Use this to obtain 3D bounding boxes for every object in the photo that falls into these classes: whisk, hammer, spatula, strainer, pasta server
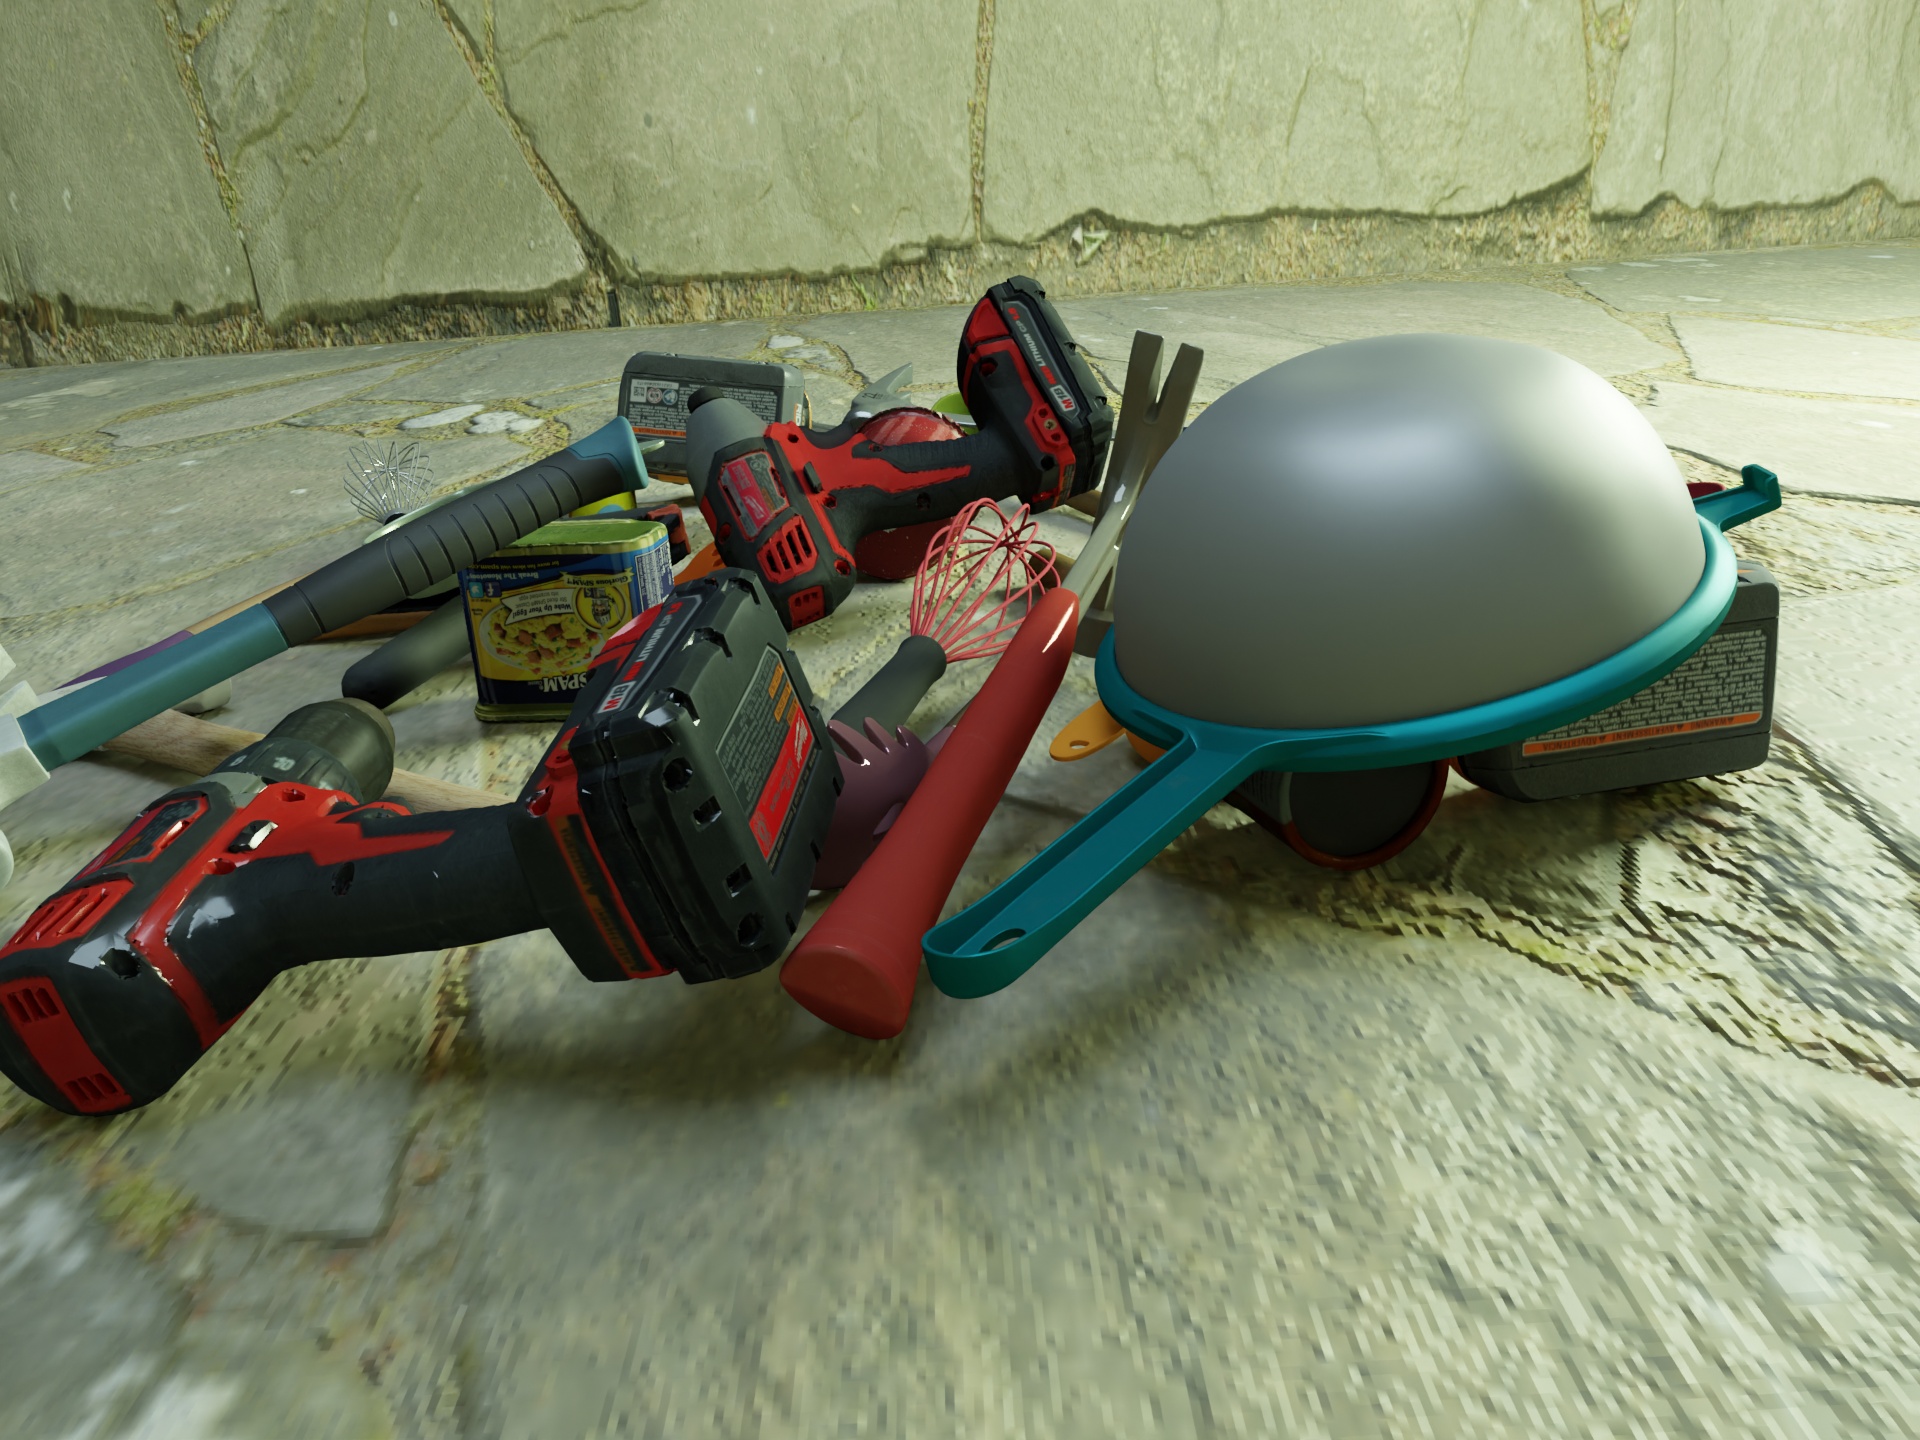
[{"bbox_3d":[-0.011,-0.035,0.728,0.073,0.073,0.296,3,26,18],"label":"whisk"},{"bbox_3d":[0.128,-0.195,1.085,0.405,0.035,0.144,6,26,3],"label":"hammer"},{"bbox_3d":[-0.245,-0.078,0.912,0.322,0.041,0.081,-8,37,-6],"label":"spatula"},{"bbox_3d":[-0.274,-0.046,0.668,0.331,0.033,0.128,-32,42,-23],"label":"hammer"},{"bbox_3d":[-0.397,-0.145,1.120,0.070,0.070,0.285,-11,26,-19],"label":"whisk"},{"bbox_3d":[-0.422,-0.053,0.907,0.060,0.018,0.316,-17,15,18],"label":"spatula"},{"bbox_3d":[0.096,-0.044,0.488,0.211,0.095,0.340,7,32,44],"label":"strainer"},{"bbox_3d":[0.024,-0.020,0.568,0.037,0.149,0.359,18,33,9],"label":"hammer"},{"bbox_3d":[0.084,-0.062,0.803,0.051,0.047,0.245,1,14,-17],"label":"whisk"},{"bbox_3d":[-0.001,-0.002,0.657,0.040,0.060,0.316,26,24,10],"label":"pasta server"},{"bbox_3d":[-0.290,0.020,0.661,0.331,0.031,0.130,11,24,35],"label":"hammer"}]

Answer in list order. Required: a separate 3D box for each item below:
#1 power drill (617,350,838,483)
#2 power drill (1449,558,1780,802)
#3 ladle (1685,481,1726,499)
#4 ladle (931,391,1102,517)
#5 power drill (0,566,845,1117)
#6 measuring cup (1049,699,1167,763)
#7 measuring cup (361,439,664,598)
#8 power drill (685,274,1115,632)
[{"bbox_3d":[-0.136,-0.198,1.124,0.185,0.084,0.226,5,2,1],"label":"power drill"},{"bbox_3d":[0.230,-0.040,0.661,0.164,0.084,0.227,-7,16,-11],"label":"power drill"},{"bbox_3d":[0.276,-0.106,0.913,0.315,0.031,0.069,-5,17,3],"label":"ladle"},{"bbox_3d":[0.063,-0.176,1.111,0.078,0.062,0.320,-8,22,-23],"label":"ladle"},{"bbox_3d":[-0.156,0.026,0.487,0.226,0.080,0.188,-15,24,13],"label":"power drill"},{"bbox_3d":[0.083,0.003,0.607,0.095,0.052,0.173,10,26,34],"label":"measuring cup"},{"bbox_3d":[-0.217,-0.101,0.795,0.167,0.038,0.083,-15,22,15],"label":"measuring cup"},{"bbox_3d":[-0.039,-0.151,0.871,0.219,0.143,0.078,-25,-17,-11],"label":"power drill"}]
